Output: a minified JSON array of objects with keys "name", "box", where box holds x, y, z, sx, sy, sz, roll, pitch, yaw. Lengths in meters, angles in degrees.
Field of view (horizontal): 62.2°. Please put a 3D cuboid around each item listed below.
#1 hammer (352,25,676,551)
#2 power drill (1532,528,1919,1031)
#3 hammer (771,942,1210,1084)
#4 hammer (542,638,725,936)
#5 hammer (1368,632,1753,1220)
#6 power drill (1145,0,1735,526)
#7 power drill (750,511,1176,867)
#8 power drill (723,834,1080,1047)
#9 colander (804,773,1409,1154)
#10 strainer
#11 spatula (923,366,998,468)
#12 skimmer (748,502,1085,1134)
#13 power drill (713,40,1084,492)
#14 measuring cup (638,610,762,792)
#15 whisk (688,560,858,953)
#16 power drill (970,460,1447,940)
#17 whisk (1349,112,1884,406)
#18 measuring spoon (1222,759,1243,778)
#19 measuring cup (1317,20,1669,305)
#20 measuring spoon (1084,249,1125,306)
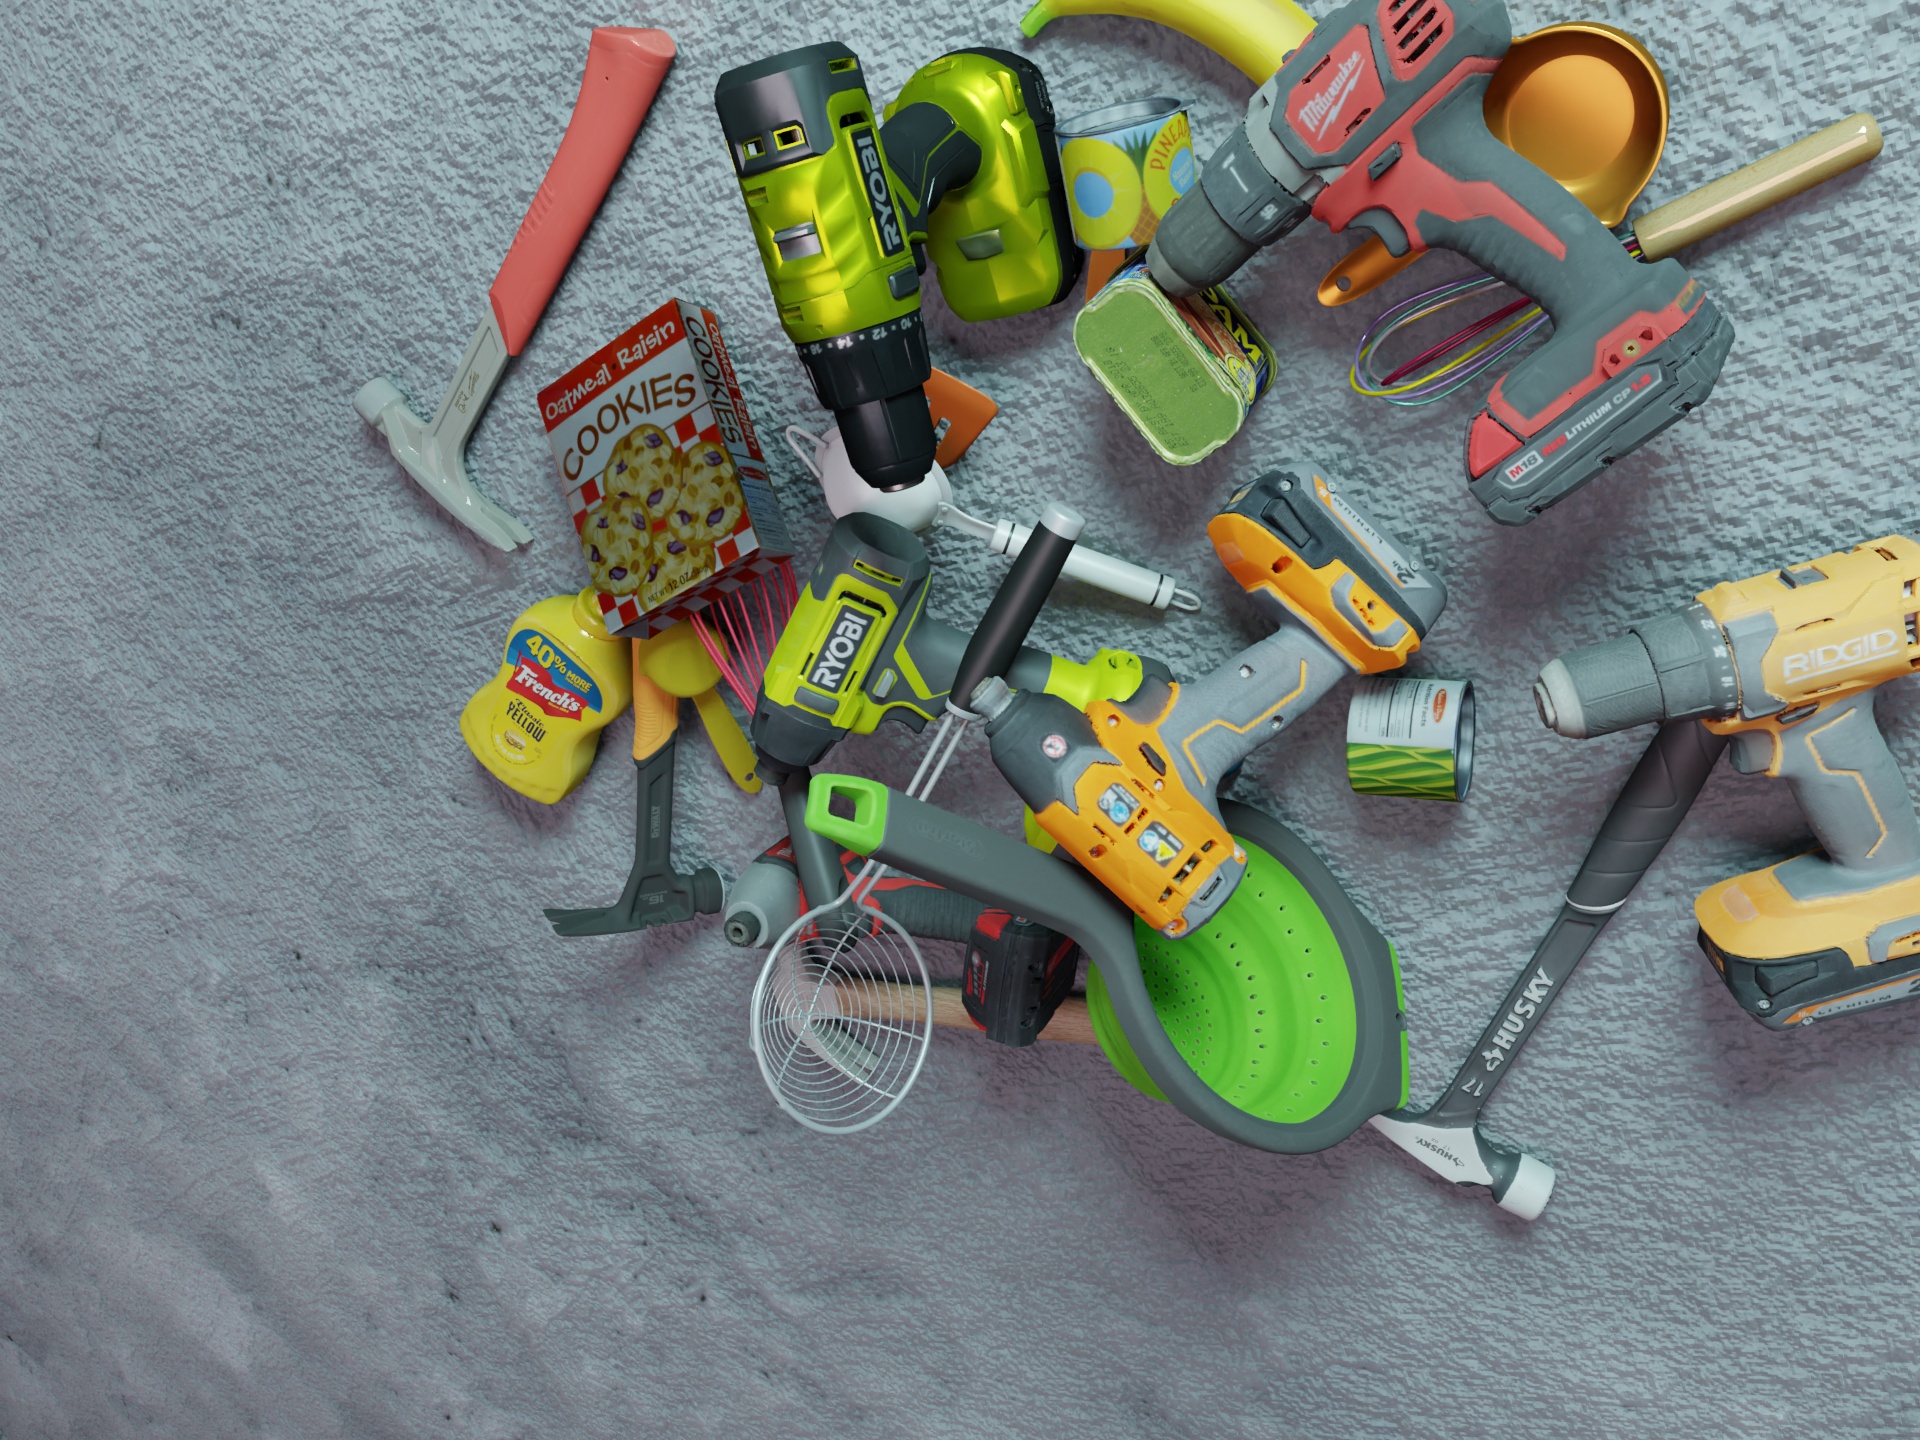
[{"name":"hammer","box":[-0.263,-0.269,0.991,0.149,0.037,0.359,43,126,0]},{"name":"power drill","box":[0.387,0.036,0.764,0.185,0.084,0.226,-16,113,10]},{"name":"hammer","box":[0.017,0.203,1.102,0.331,0.031,0.130,1,115,26]},{"name":"hammer","box":[-0.213,-0.005,1.072,0.034,0.127,0.336,41,130,49]},{"name":"hammer","box":[0.341,0.111,0.890,0.149,0.036,0.408,26,124,13]},{"name":"power drill","box":[0.206,-0.198,0.711,0.226,0.080,0.188,50,130,-1]},{"name":"power drill","box":[-0.001,-0.003,0.917,0.223,0.080,0.171,22,118,-13]},{"name":"power drill","box":[-0.040,0.130,1.024,0.220,0.143,0.078,13,109,18]},{"name":"colander","box":[0.072,0.124,0.870,0.396,0.205,0.094,24,142,-26]},{"name":"strainer","box":[0.016,-0.107,0.907,0.258,0.050,0.086,19,146,-2]},{"name":"spatula","box":[-0.067,-0.088,0.985,0.081,0.041,0.322,26,126,-2]},{"name":"skimmer","box":[-0.009,0.060,0.856,0.090,0.127,0.363,48,119,42]},{"name":"power drill","box":[-0.019,-0.229,0.770,0.080,0.228,0.190,-5,113,29]},{"name":"measuring cup","box":[-0.162,-0.005,1.061,0.029,0.062,0.156,38,157,51]},{"name":"whisk","box":[-0.112,0.001,0.980,0.073,0.073,0.296,-27,75,34]},{"name":"power drill","box":[0.122,-0.023,0.816,0.164,0.084,0.226,42,82,-6]},{"name":"whisk","box":[0.296,-0.209,0.740,0.245,0.047,0.051,-22,103,30]},{"name":"measuring spoon","box":[0.116,0.039,0.971,0.128,0.021,0.042,-33,98,34]},{"name":"measuring cup","box":[0.243,-0.250,0.740,0.173,0.052,0.095,-31,100,39]},{"name":"measuring spoon","box":[0.079,-0.243,0.851,0.021,0.011,0.116,5,122,5]}]
